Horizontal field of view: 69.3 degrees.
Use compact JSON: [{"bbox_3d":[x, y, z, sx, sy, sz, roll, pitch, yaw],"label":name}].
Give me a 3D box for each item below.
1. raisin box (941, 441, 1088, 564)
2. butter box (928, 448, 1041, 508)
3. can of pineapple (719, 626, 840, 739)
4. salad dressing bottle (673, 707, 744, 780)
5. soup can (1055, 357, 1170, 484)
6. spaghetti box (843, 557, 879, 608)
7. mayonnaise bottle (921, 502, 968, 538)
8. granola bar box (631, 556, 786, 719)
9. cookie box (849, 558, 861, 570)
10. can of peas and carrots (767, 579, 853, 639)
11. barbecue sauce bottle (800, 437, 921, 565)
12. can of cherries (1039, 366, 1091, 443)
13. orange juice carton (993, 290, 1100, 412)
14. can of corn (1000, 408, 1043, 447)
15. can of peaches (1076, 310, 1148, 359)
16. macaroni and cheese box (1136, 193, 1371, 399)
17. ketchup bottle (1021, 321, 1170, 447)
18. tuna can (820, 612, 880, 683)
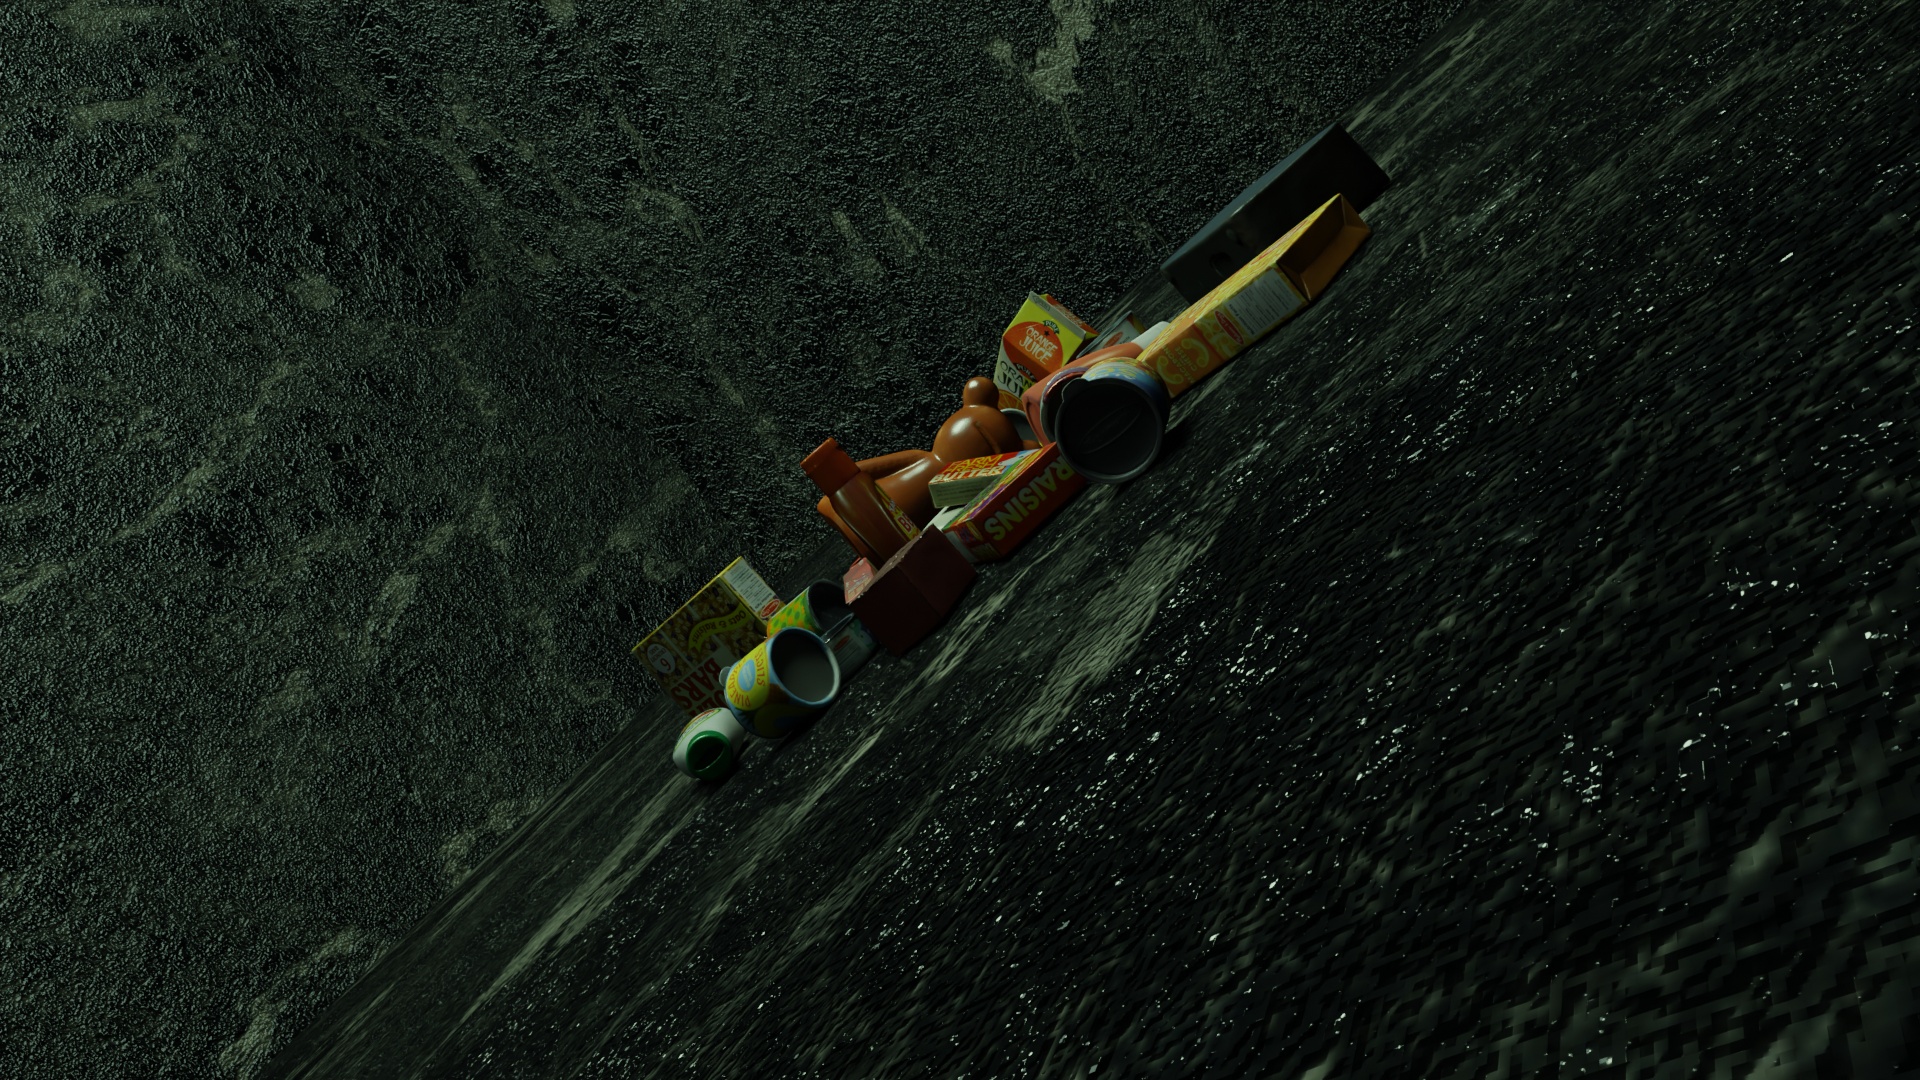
[{"bbox_3d":[0.038,-0.025,1.023,0.086,0.040,0.123,-41,4,-11],"label":"raisin box"},{"bbox_3d":[0.029,-0.052,1.136,0.103,0.024,0.053,-7,20,24],"label":"butter box"},{"bbox_3d":[-0.131,0.104,1.017,0.057,0.071,0.071,-37,7,37],"label":"can of pineapple"},{"bbox_3d":[-0.207,0.170,1.143,0.064,0.044,0.147,-41,6,-10],"label":"salad dressing bottle"},{"bbox_3d":[0.097,-0.080,0.880,0.071,0.071,0.084,-39,6,19],"label":"soup can"},{"bbox_3d":[-0.067,0.048,1.114,0.029,0.050,0.250,-43,6,-2],"label":"spaghetti box"},{"bbox_3d":[0.004,-0.015,1.167,0.064,0.041,0.149,-30,9,26],"label":"mayonnaise bottle"},{"bbox_3d":[-0.214,0.105,1.281,0.165,0.124,0.039,-37,7,39],"label":"granola bar box"},{"bbox_3d":[-0.031,-0.024,1.476,0.168,0.040,0.122,-46,7,-38],"label":"cookie box"},{"bbox_3d":[-0.123,0.078,1.190,0.058,0.071,0.071,-39,6,30],"label":"can of peas and carrots"},{"bbox_3d":[-0.074,-0.021,1.178,0.043,0.148,0.065,-41,5,9],"label":"barbecue sauce bottle"},{"bbox_3d":[0.097,-0.102,1.081,0.071,0.071,0.058,-40,5,9],"label":"can of cherries"},{"bbox_3d":[0.086,-0.179,1.414,0.073,0.072,0.191,-44,-14,-22],"label":"orange juice carton"},{"bbox_3d":[0.041,-0.089,1.368,0.071,0.071,0.058,-44,6,-26],"label":"can of corn"},{"bbox_3d":[0.150,-0.168,1.273,0.071,0.058,0.071,-41,5,4],"label":"can of peaches"},{"bbox_3d":[0.205,-0.171,1.011,0.165,0.040,0.124,-35,8,48],"label":"macaroni and cheese box"},{"bbox_3d":[0.126,-0.136,1.189,0.149,0.064,0.043,-34,27,-16],"label":"ketchup bottle"},{"bbox_3d":[-0.097,0.089,1.081,0.071,0.033,0.071,-41,6,5],"label":"tuna can"}]
